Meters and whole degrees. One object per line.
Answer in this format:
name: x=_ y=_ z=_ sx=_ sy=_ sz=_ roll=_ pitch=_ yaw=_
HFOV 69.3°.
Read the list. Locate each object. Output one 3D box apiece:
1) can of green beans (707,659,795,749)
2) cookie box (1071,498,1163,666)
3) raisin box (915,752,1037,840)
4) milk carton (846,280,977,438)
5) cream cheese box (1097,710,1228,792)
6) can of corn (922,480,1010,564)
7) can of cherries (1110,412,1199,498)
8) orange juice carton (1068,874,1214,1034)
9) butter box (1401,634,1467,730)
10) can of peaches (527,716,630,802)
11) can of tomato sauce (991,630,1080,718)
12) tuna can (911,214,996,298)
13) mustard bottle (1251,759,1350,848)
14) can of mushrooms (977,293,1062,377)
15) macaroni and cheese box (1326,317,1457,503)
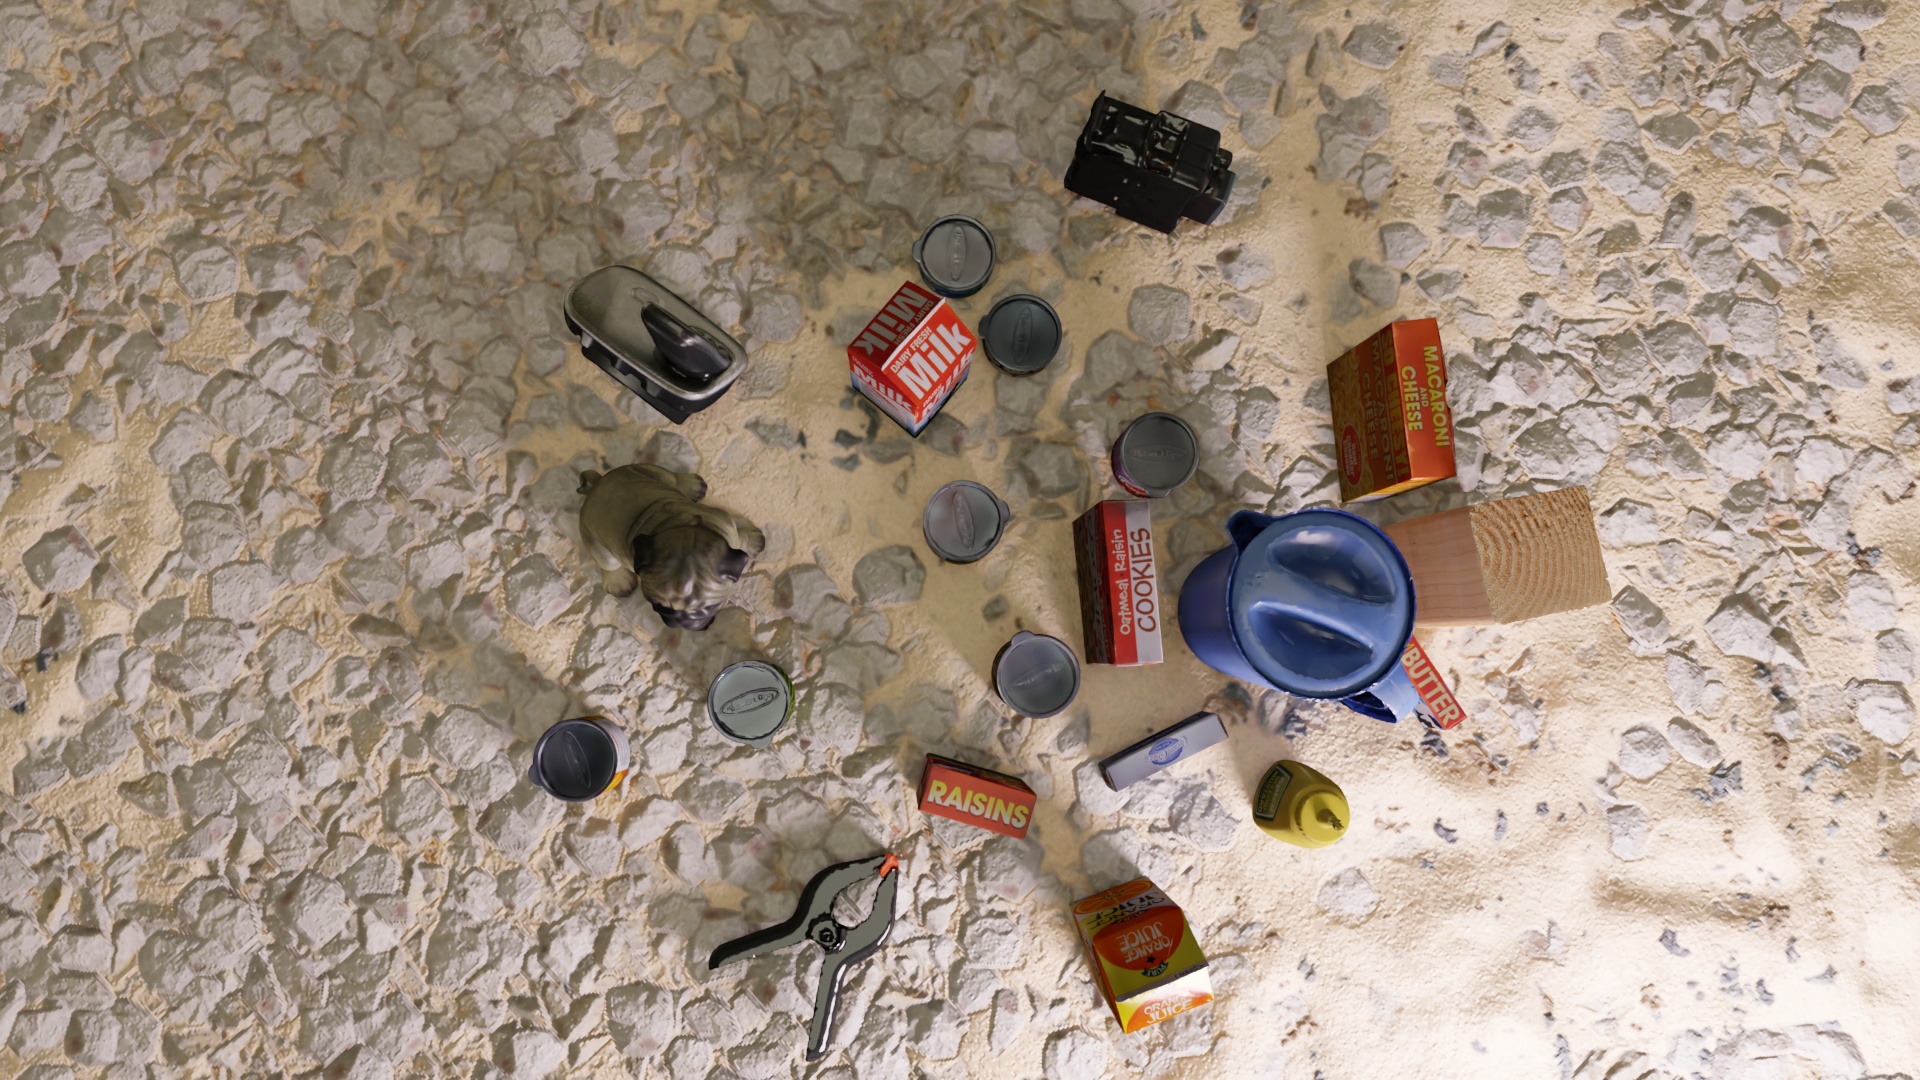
can of green beans: x=-0.169 y=0.130 z=1.129 sx=0.071 sy=0.058 sz=0.071 roll=0 pitch=85 yaw=-2
cookie box: x=0.121 y=0.036 z=1.095 sx=0.040 sy=0.167 sz=0.123 roll=-5 pitch=86 yaw=-3
raisin box: x=0.011 y=0.200 z=1.098 sx=0.086 sy=0.123 sz=0.040 roll=17 pitch=85 yaw=-1
milk carton: x=-0.038 y=-0.143 z=1.093 sx=0.073 sy=0.190 sz=0.072 roll=40 pitch=85 yaw=1
cream cheese box: x=0.165 y=0.173 z=1.142 sx=0.104 sy=0.053 sz=0.024 roll=-25 pitch=87 yaw=-4
can of corn: x=0.004 y=-0.014 z=1.149 sx=0.071 sy=0.058 sz=0.071 roll=0 pitch=85 yaw=-2
can of cherries: x=0.161 y=-0.068 z=1.161 sx=0.071 sy=0.058 sz=0.071 roll=0 pitch=85 yaw=-2
orange juice carton: x=0.137 y=0.316 z=1.058 sx=0.072 sy=0.192 sz=0.073 roll=-20 pitch=87 yaw=-4
butter box: x=0.376 y=0.109 z=1.158 sx=0.024 sy=0.053 sz=0.103 roll=-33 pitch=87 yaw=-4
can of peaches: x=-0.306 y=0.176 z=1.119 sx=0.071 sy=0.058 sz=0.071 roll=0 pitch=85 yaw=-2
can of tomato sauce: x=0.058 y=0.108 z=1.128 sx=0.071 sy=0.083 sz=0.071 roll=0 pitch=85 yaw=-2
tuna can: x=-0.006 y=-0.241 z=1.182 sx=0.071 sy=0.033 sz=0.071 roll=0 pitch=85 yaw=-2
mustard bottle: x=0.272 y=0.210 z=1.090 sx=0.049 sy=0.160 sz=0.065 roll=24 pitch=85 yaw=0
can of mushrooms: x=0.049 y=-0.174 z=1.178 sx=0.071 sy=0.033 sz=0.071 roll=0 pitch=85 yaw=-2
macaroni and cheese box: x=0.344 y=-0.100 z=1.118 sx=0.040 sy=0.166 sz=0.123 roll=-5 pitch=86 yaw=-3
